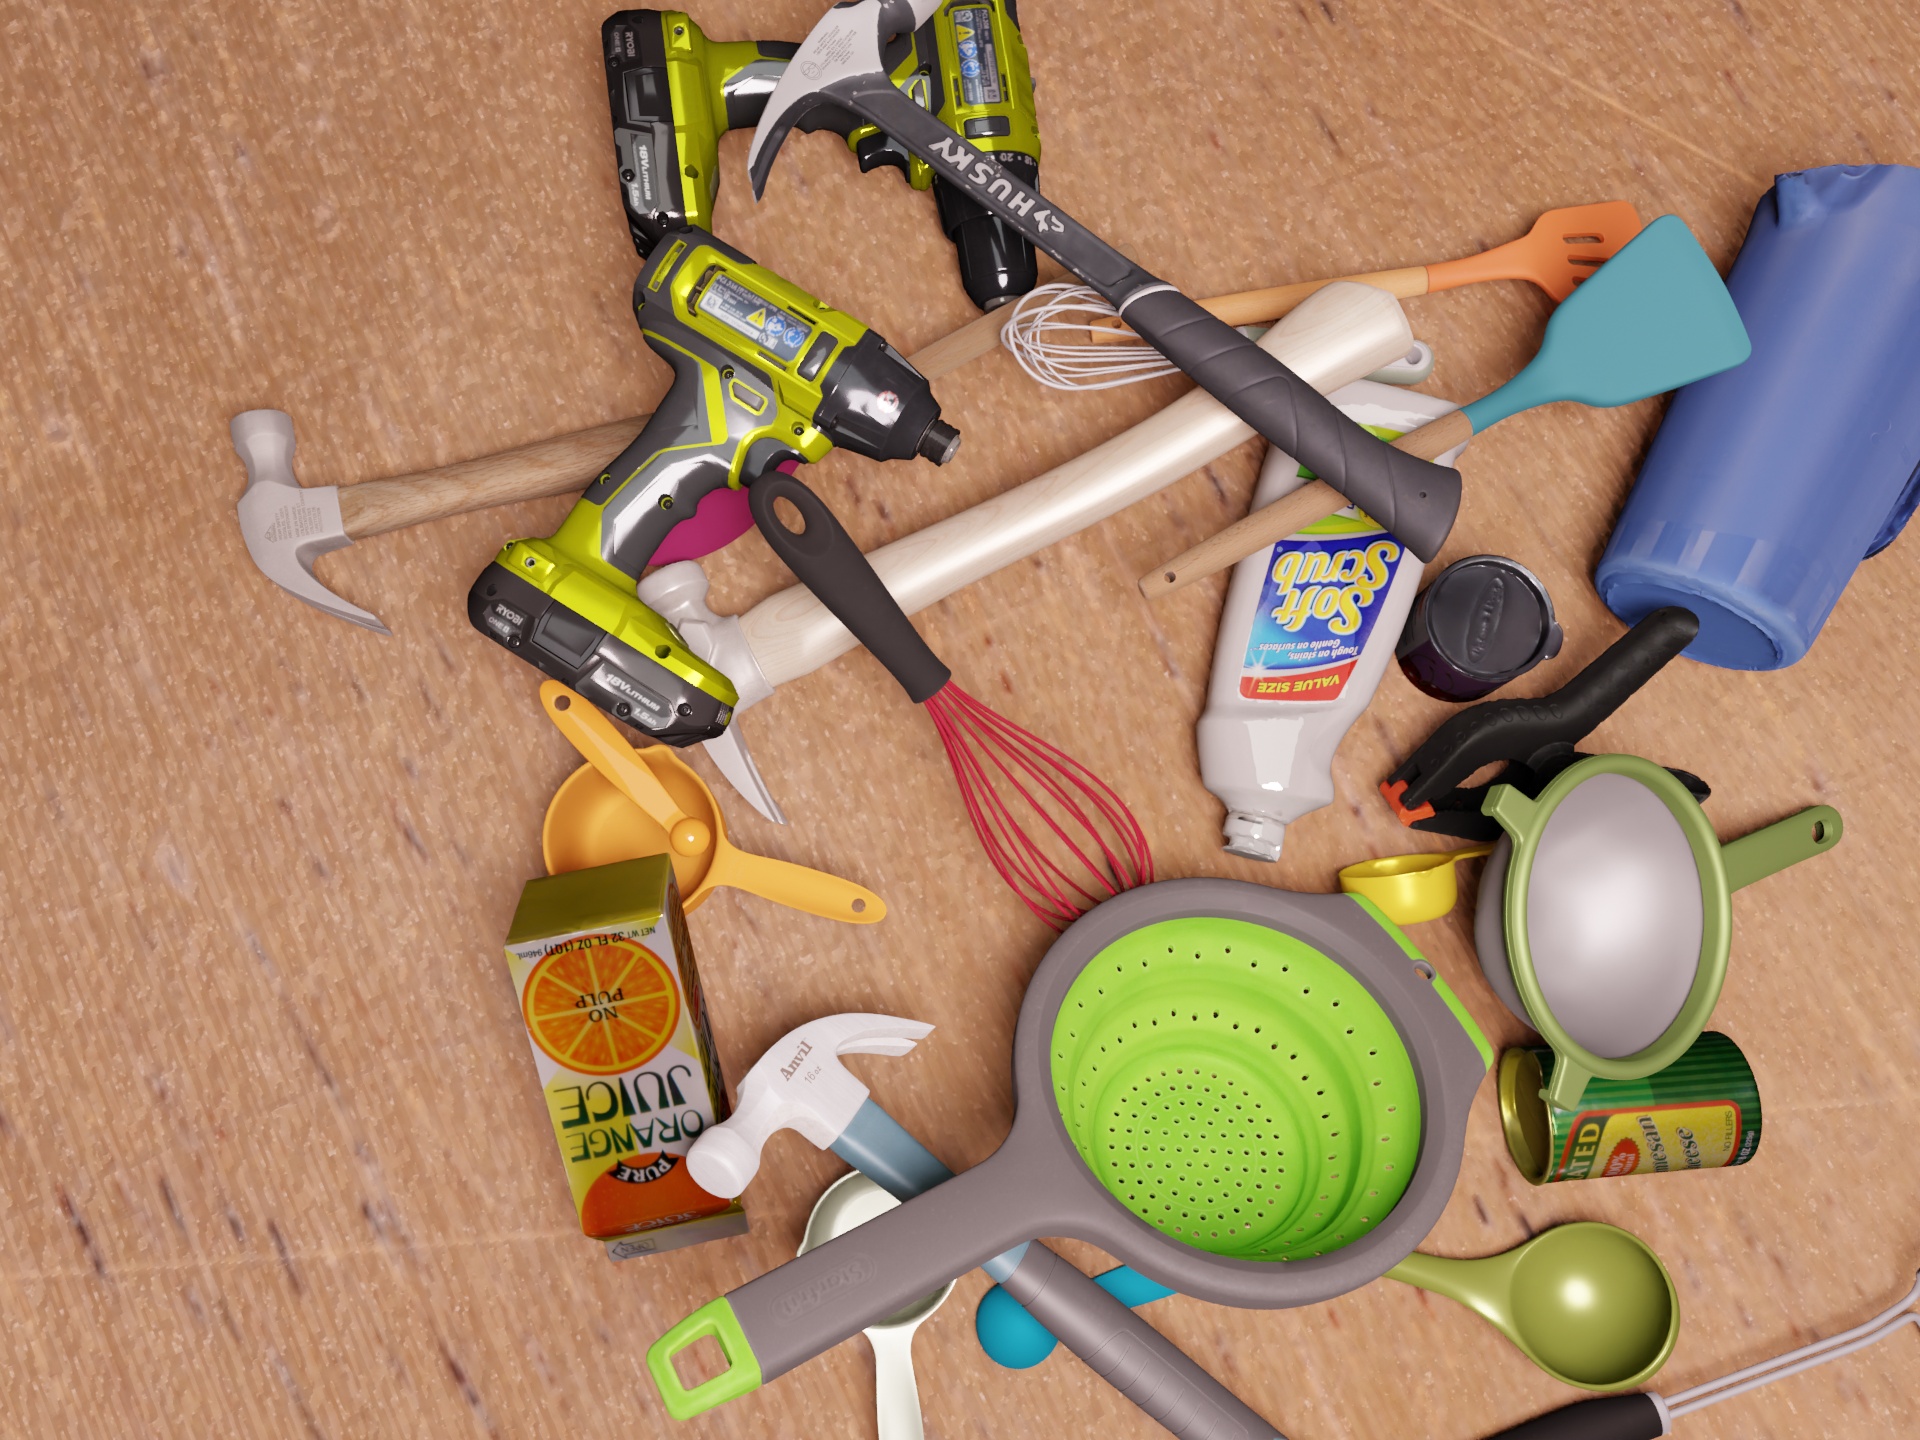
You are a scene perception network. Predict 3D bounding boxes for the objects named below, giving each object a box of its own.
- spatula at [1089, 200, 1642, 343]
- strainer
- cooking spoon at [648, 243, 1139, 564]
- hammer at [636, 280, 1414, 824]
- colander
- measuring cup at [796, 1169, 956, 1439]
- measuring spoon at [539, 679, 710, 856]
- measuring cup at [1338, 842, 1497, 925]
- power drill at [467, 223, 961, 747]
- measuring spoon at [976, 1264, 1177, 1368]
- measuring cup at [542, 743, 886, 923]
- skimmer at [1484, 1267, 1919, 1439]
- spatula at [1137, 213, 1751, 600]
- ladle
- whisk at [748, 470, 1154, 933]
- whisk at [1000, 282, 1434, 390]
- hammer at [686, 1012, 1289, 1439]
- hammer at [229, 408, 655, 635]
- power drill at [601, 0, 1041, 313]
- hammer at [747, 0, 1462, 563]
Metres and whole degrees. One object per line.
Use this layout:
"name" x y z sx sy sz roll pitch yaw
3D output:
"spatula" 0.232 -0.236 0.884 0.322 0.041 0.081 -8 79 1
"strainer" 0.338 0.081 0.790 0.256 0.069 0.151 -14 93 -31
"cooking spoon" -0.043 -0.174 0.838 0.319 0.017 0.068 -30 111 -7
"hammer" 0.043 -0.097 0.809 0.410 0.038 0.146 -27 82 4
"colander" 0.050 0.210 0.711 0.397 0.094 0.205 -21 57 -23
"measuring cup" -0.032 0.298 0.765 0.083 0.038 0.168 -6 81 -2
"measuring spoon" -0.165 0.022 0.775 0.021 0.011 0.117 -44 82 -9
"measuring cup" 0.269 0.079 0.812 0.156 0.062 0.029 -8 91 -13
"power drill" -0.119 -0.105 0.774 0.171 0.080 0.223 32 87 2
"measuring spoon" 0.070 0.282 0.776 0.128 0.021 0.042 -17 80 -5
"measuring cup" -0.120 0.074 0.800 0.173 0.052 0.095 17 79 0
"skimmer" 0.397 0.323 0.741 0.363 0.090 0.127 -18 111 -2
"spatula" 0.229 -0.139 0.783 0.317 0.044 0.082 -28 89 -4
"ladle" 0.181 0.252 0.769 0.320 0.062 0.078 13 62 4
"whisk" -0.001 -0.002 0.763 0.073 0.073 0.295 -43 108 -9
"whisk" 0.141 -0.198 0.845 0.246 0.059 0.058 0 75 -14
"hammer" 0.035 0.260 0.737 0.331 0.033 0.128 40 44 -1
"hammer" -0.214 -0.134 0.849 0.331 0.031 0.130 -14 79 -4
"power drill" -0.068 -0.308 0.864 0.228 0.080 0.190 -7 87 -5
"hammer" 0.073 -0.213 0.777 0.409 0.036 0.149 40 80 10
